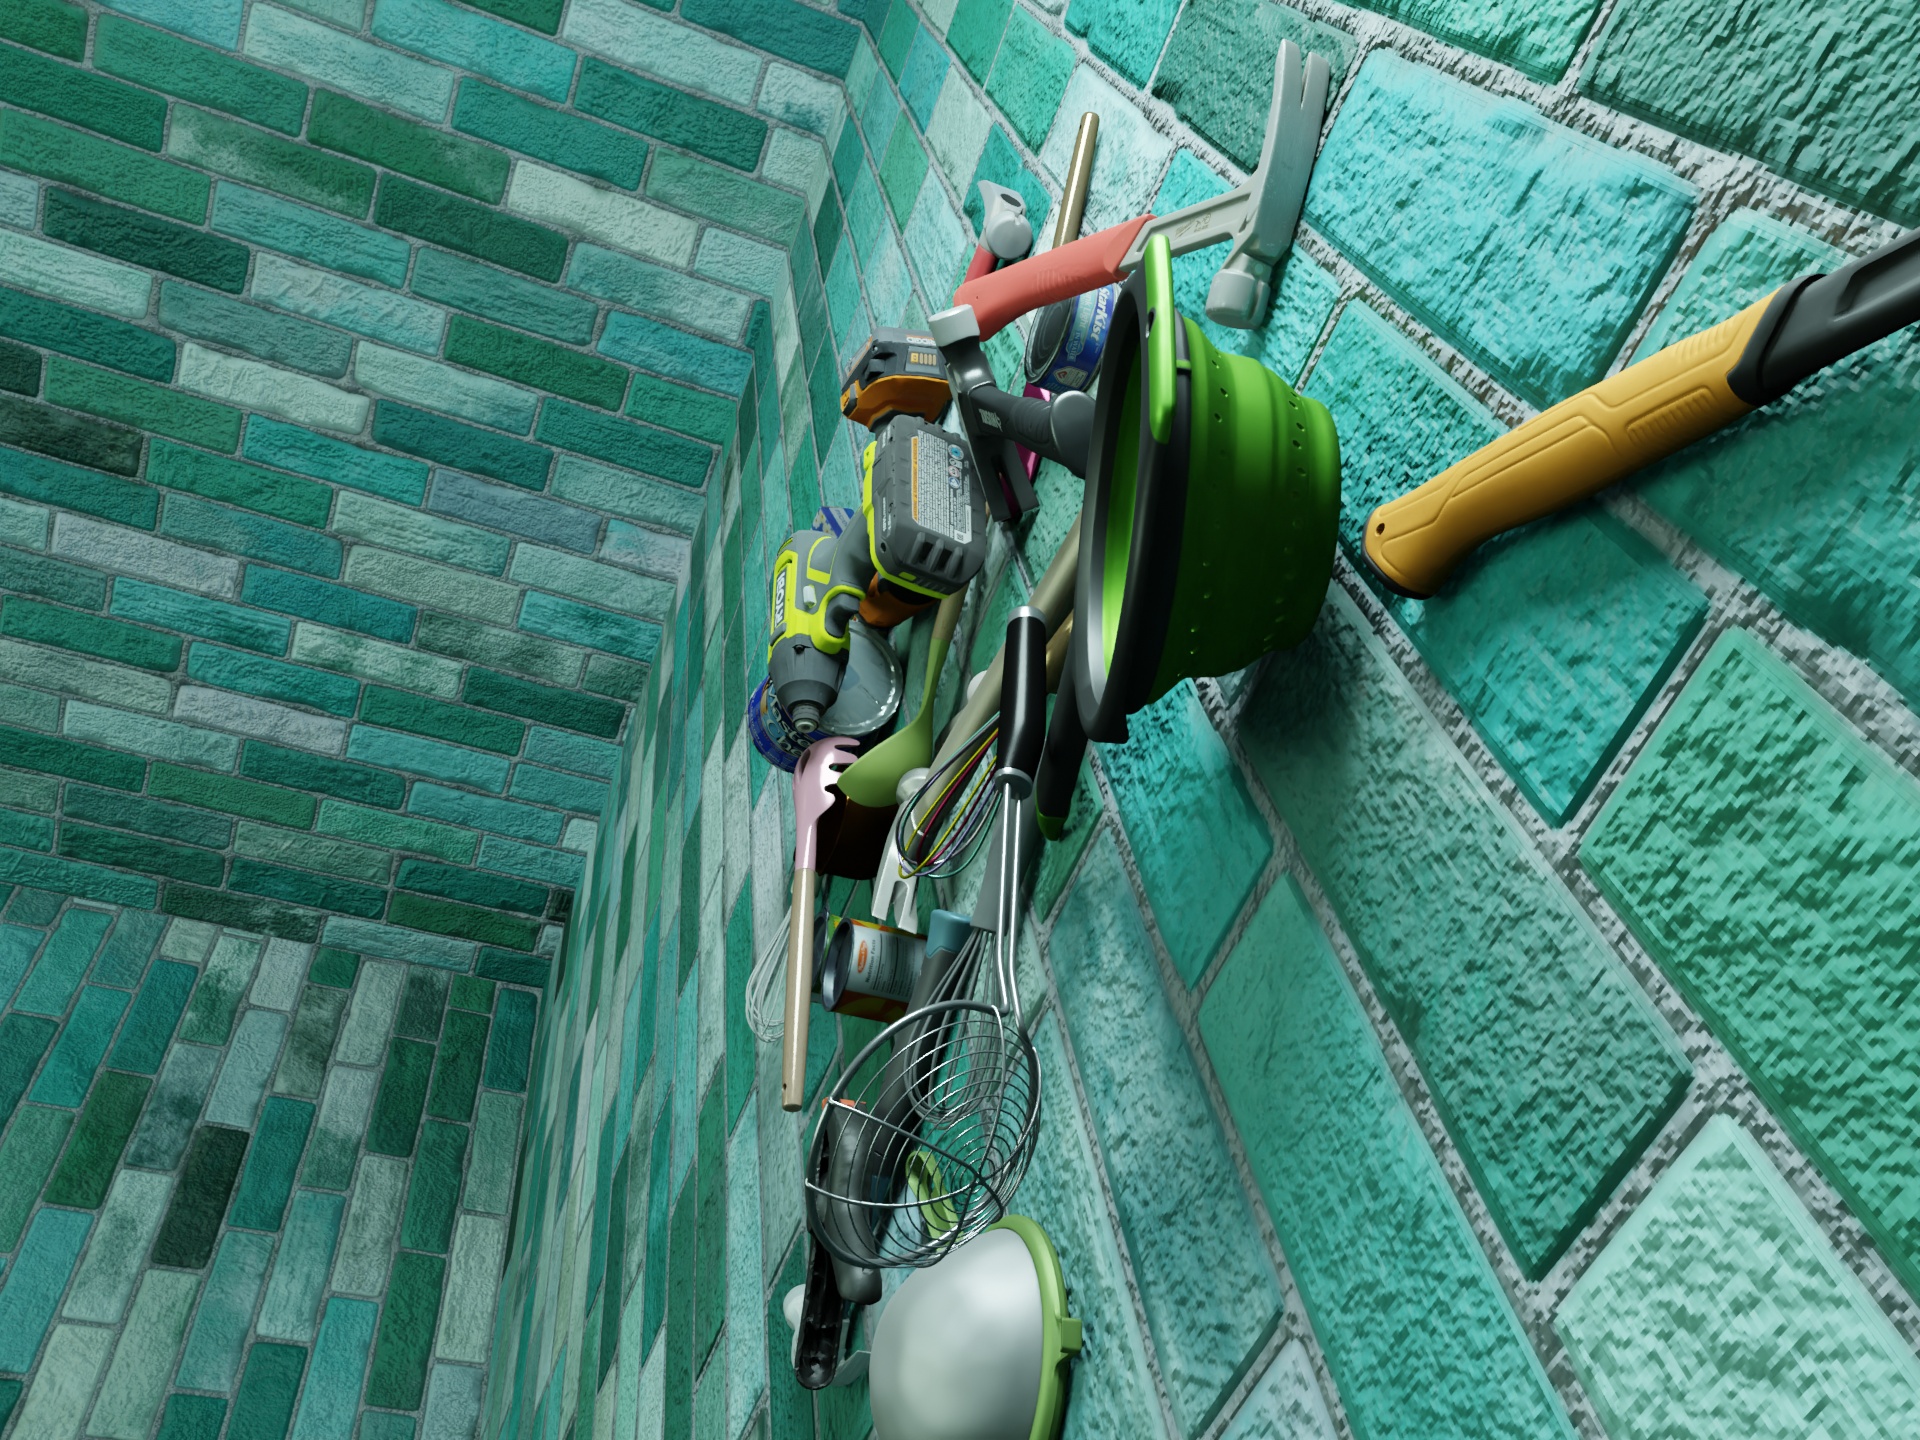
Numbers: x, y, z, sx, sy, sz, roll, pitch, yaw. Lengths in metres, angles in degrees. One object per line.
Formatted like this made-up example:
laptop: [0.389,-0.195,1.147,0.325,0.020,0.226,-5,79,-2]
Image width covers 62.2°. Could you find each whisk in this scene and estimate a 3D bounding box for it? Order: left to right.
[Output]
whisk: [-0.139,0.161,1.398,0.058,0.059,0.246,5,73,36]
whisk: [0.017,0.123,0.941,0.055,0.055,0.239,167,121,-71]
whisk: [0.036,-0.002,0.917,0.245,0.051,0.047,-54,-12,14]

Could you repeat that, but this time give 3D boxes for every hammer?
hammer: [-0.050,0.276,1.032,0.128,0.033,0.331,-140,66,-72]
hammer: [-0.030,-0.294,1.444,0.143,0.038,0.386,-100,30,-56]
hammer: [0.039,-0.176,0.964,0.335,0.035,0.146,-123,14,-73]
hammer: [0.042,-0.045,0.975,0.146,0.038,0.410,-78,15,-54]
hammer: [0.091,-0.295,0.983,0.359,0.036,0.149,11,86,64]
hammer: [0.229,-0.112,0.481,0.337,0.034,0.127,148,134,-66]

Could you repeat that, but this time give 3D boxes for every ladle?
ladle: [-0.019,-0.088,1.188,0.078,0.062,0.320,89,-163,-81]

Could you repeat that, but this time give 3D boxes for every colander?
colander: [0.102,-0.045,0.766,0.396,0.094,0.205,98,176,-57]

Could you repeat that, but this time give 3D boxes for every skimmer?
skimmer: [-0.003,0.086,0.792,0.090,0.127,0.364,-18,44,25]

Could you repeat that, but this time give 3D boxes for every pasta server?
pasta server: [-0.106,0.135,1.146,0.060,0.040,0.317,-48,32,41]

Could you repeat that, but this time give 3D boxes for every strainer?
strainer: [-0.018,0.304,0.844,0.257,0.069,0.151,-126,53,-66]

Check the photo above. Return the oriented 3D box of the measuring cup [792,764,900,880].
measuring cup: [-0.094,0.095,1.295,0.173,0.052,0.095,138,143,-64]

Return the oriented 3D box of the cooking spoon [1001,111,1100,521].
cooking spoon: [0.066,-0.302,1.182,0.069,0.017,0.319,173,110,-71]

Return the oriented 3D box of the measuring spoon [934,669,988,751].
measuring spoon: [-0.002,-0.004,1.141,0.124,0.018,0.034,134,146,-60]

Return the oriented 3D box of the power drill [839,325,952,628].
power drill: [-0.044,-0.199,1.298,0.164,0.084,0.226,161,109,-69]

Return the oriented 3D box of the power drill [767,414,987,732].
power drill: [-0.072,-0.104,1.177,0.223,0.080,0.171,-41,40,45]
